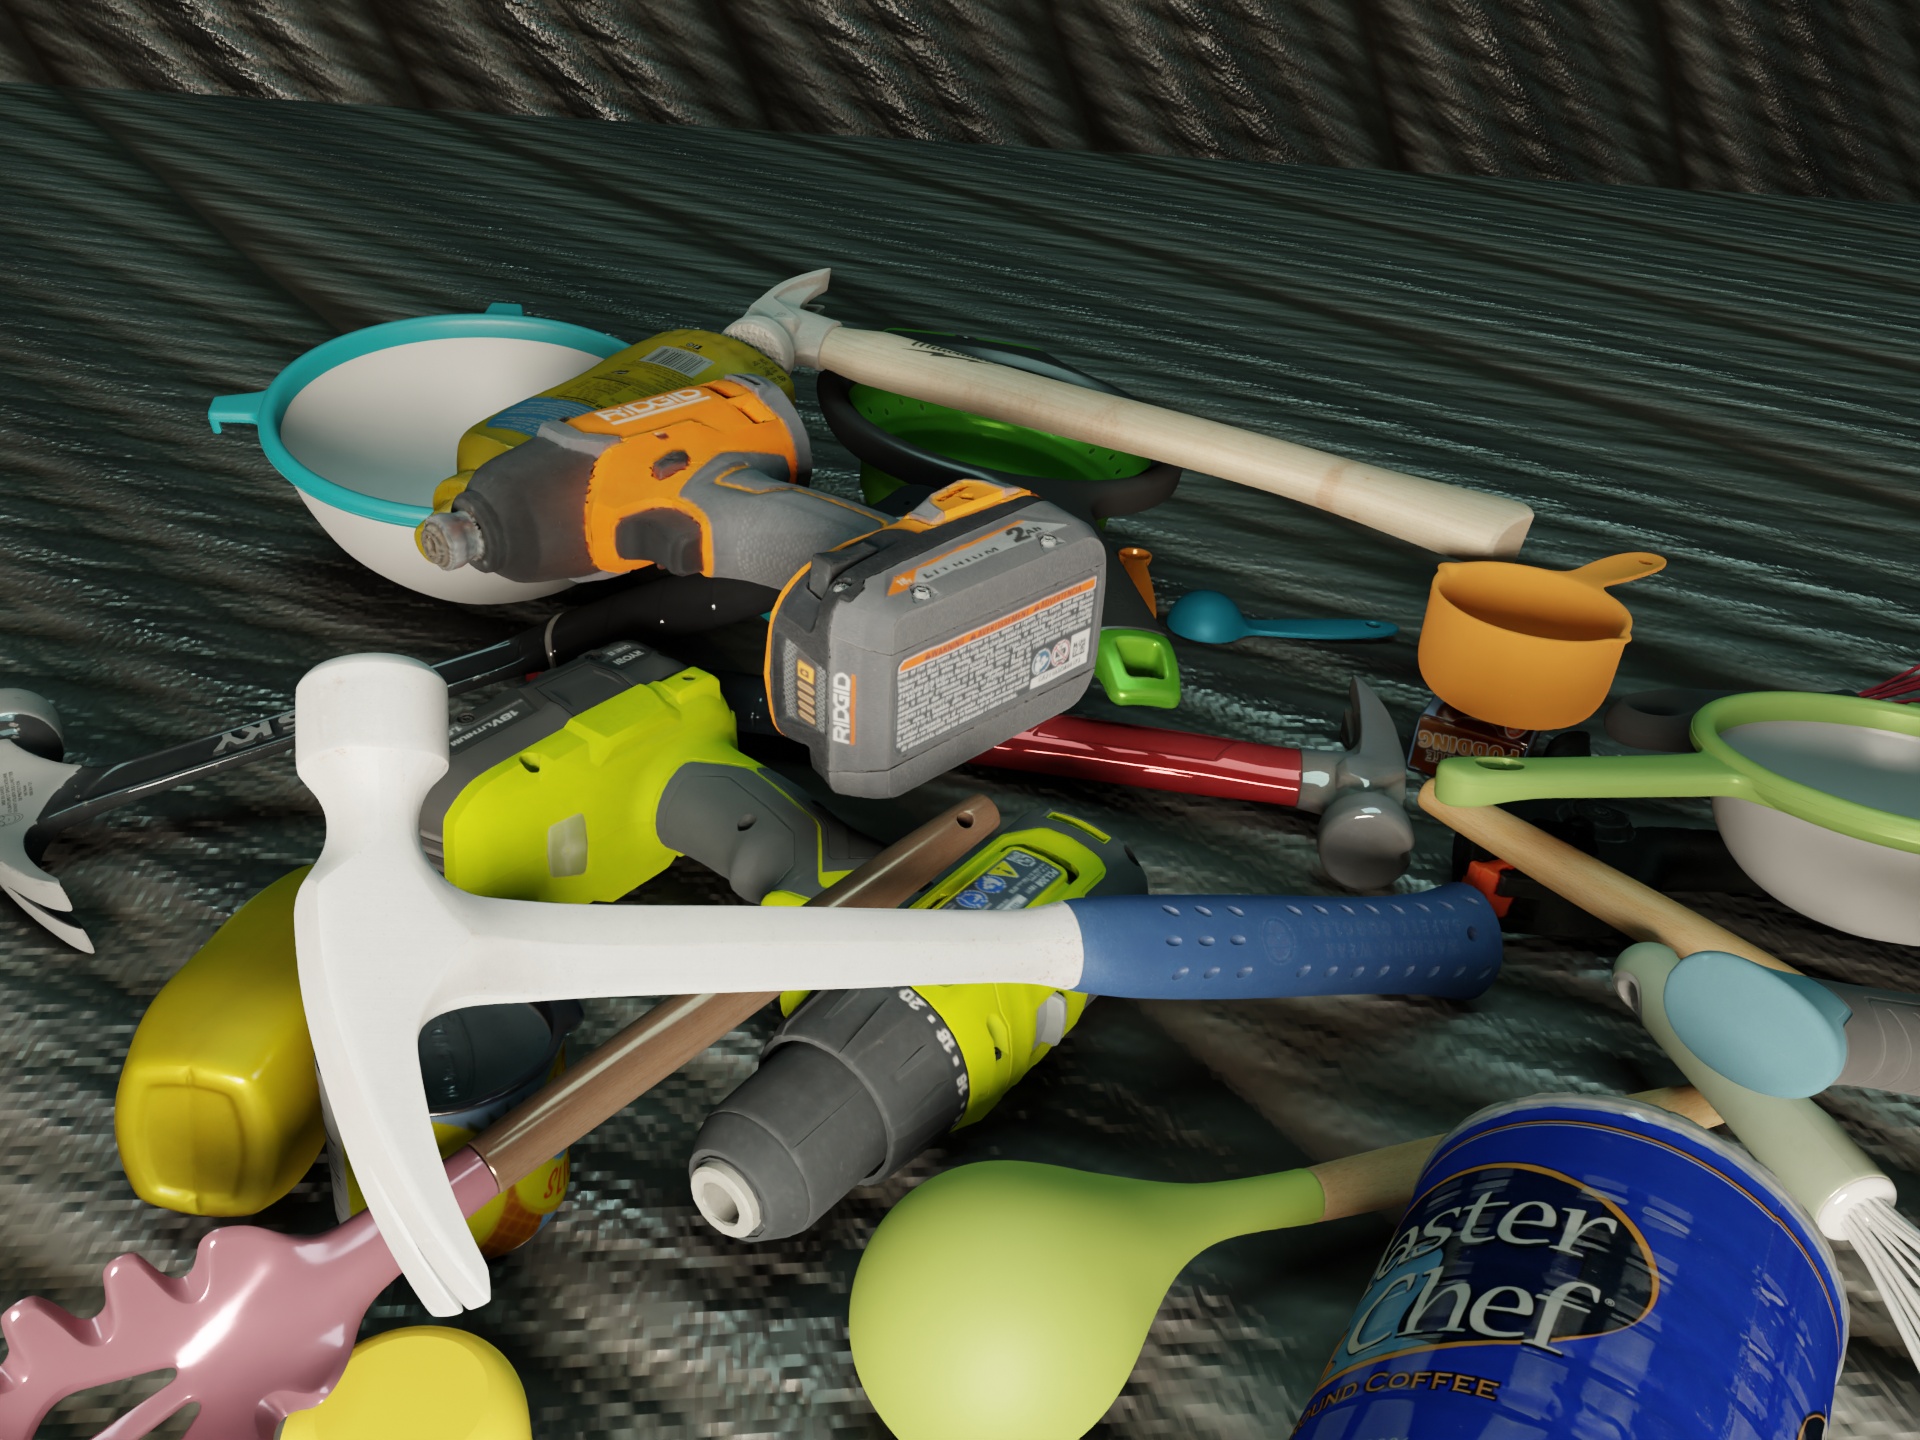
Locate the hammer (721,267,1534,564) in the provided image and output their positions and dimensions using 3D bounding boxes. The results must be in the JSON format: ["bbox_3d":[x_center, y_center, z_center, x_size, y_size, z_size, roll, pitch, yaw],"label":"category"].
[{"bbox_3d":[0.089,-0.156,0.827,0.410,0.038,0.146,16,29,4],"label":"hammer"}]

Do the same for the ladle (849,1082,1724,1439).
[{"bbox_3d":[0.118,0.142,0.462,0.320,0.062,0.078,-2,31,-29],"label":"ladle"}]

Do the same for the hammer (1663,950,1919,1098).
[{"bbox_3d":[0.341,0.106,0.474,0.330,0.033,0.128,12,20,-25],"label":"hammer"}]

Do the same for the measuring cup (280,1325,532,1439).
[{"bbox_3d":[-0.091,0.183,0.344,0.157,0.029,0.062,21,32,33],"label":"measuring cup"}]

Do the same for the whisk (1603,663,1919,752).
[{"bbox_3d":[0.431,-0.004,0.746,0.295,0.073,0.073,-2,28,-15],"label":"whisk"}]

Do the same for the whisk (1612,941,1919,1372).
[{"bbox_3d":[0.258,0.143,0.446,0.059,0.057,0.247,-18,33,-3],"label":"whisk"}]

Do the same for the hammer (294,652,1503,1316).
[{"bbox_3d":[0.022,0.071,0.459,0.405,0.035,0.144,6,66,-36],"label":"hammer"}]

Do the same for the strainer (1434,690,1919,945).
[{"bbox_3d":[0.295,0.044,0.587,0.256,0.069,0.152,0,21,-8],"label":"strainer"}]

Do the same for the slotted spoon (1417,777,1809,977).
[{"bbox_3d":[0.293,0.101,0.534,0.314,0.031,0.070,33,29,30],"label":"slotted spoon"}]

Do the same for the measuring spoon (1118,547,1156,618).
[{"bbox_3d":[0.097,-0.068,0.884,0.021,0.011,0.117,6,31,2],"label":"measuring spoon"}]

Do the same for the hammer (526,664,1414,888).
[{"bbox_3d":[-0.001,-0.002,0.708,0.386,0.038,0.143,8,26,5],"label":"hammer"}]

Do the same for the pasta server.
[{"bbox_3d":[-0.098,0.096,0.406,0.316,0.040,0.060,-33,78,-35],"label":"pasta server"}]

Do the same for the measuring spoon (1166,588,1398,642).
[{"bbox_3d":[0.176,-0.058,0.861,0.128,0.021,0.042,1,28,-5],"label":"measuring spoon"}]

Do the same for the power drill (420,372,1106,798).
[{"bbox_3d":[-0.079,-0.058,0.583,0.227,0.084,0.164,30,40,36],"label":"power drill"}]

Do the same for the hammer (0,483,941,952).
[{"bbox_3d":[-0.180,-0.024,0.645,0.409,0.036,0.149,-20,38,-20],"label":"hammer"}]

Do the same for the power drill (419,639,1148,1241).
[{"bbox_3d":[-0.075,0.064,0.530,0.229,0.080,0.190,24,35,27],"label":"power drill"}]

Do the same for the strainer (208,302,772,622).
[{"bbox_3d":[-0.197,-0.095,0.805,0.340,0.095,0.211,31,44,23],"label":"strainer"}]

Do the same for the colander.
[{"bbox_3d":[0.031,-0.088,0.819,0.204,0.094,0.398,4,32,-16],"label":"colander"}]

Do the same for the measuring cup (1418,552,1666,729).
[{"bbox_3d":[0.285,-0.042,0.753,0.173,0.052,0.095,-18,36,-40],"label":"measuring cup"}]
